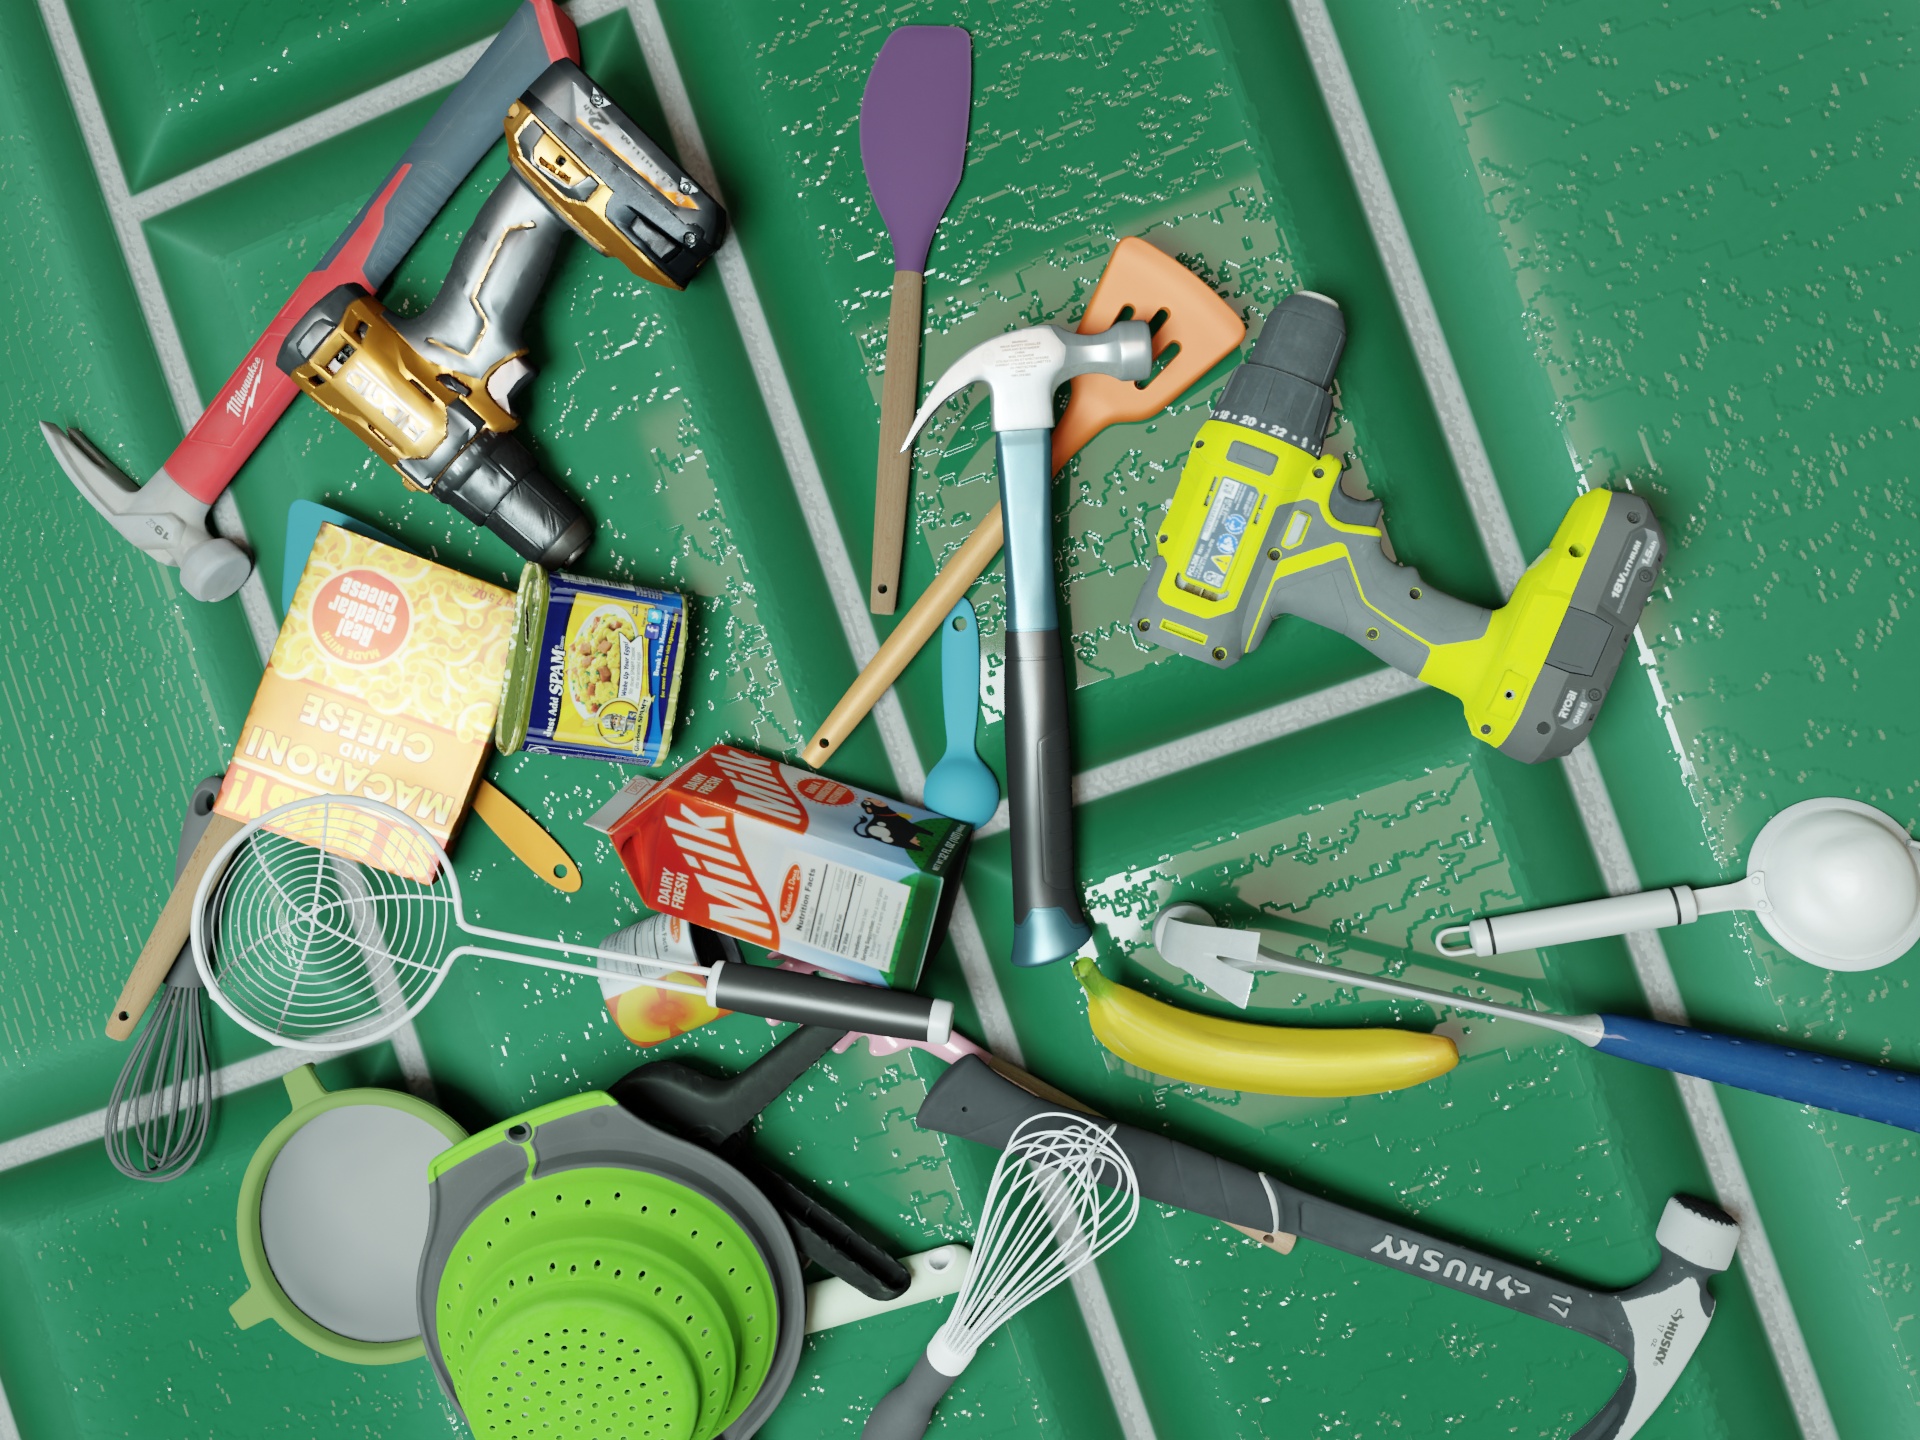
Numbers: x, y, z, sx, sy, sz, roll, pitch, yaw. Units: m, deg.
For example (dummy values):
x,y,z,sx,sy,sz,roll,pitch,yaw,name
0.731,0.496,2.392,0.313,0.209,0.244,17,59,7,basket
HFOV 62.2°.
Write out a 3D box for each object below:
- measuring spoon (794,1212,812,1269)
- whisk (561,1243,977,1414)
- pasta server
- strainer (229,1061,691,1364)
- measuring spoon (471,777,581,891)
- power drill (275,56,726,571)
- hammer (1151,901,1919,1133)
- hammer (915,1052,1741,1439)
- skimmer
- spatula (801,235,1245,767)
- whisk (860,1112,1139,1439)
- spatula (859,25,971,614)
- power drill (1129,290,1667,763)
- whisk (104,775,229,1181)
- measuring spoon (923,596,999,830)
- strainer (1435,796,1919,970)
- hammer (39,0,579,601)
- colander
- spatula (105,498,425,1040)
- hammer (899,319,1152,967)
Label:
x,y,z,sx,sy,sz,roll,pitch,yaw,name
-0.131,0.264,0.891,0.124,0.018,0.034,33,99,13,measuring spoon
-0.108,0.332,0.876,0.246,0.058,0.059,-18,124,6,whisk
0.036,0.203,0.849,0.316,0.040,0.060,29,115,6,pasta server
-0.266,0.286,0.886,0.256,0.069,0.151,14,93,3,strainer
-0.258,0.055,0.905,0.117,0.011,0.021,44,90,2,measuring spoon
-0.222,-0.207,0.848,0.185,0.084,0.226,43,98,-13,power drill
0.299,0.150,0.772,0.405,0.144,0.035,12,88,2,hammer
0.175,0.257,0.813,0.409,0.036,0.149,18,96,2,hammer
-0.185,0.120,0.783,0.363,0.090,0.127,9,81,6,skimmer
0.018,-0.102,0.837,0.081,0.041,0.322,39,96,-2,spatula
0.010,0.302,0.811,0.070,0.070,0.284,31,119,7,whisk
-0.032,-0.215,0.856,0.060,0.018,0.316,4,91,9,spatula
0.219,-0.093,0.792,0.228,0.080,0.190,22,95,10,power drill
-0.452,0.150,0.922,0.055,0.055,0.239,9,89,8,whisk
-0.001,-0.003,0.855,0.042,0.021,0.128,0,91,9,measuring spoon
0.369,0.092,0.794,0.258,0.050,0.087,-12,74,12,strainer
-0.357,-0.257,0.896,0.143,0.038,0.386,42,97,7,hammer
-0.149,0.389,0.814,0.204,0.094,0.397,-23,102,4,colander
-0.403,0.034,0.892,0.082,0.044,0.317,26,84,-7,spatula
0.039,-0.034,0.820,0.128,0.033,0.331,-3,100,3,hammer
